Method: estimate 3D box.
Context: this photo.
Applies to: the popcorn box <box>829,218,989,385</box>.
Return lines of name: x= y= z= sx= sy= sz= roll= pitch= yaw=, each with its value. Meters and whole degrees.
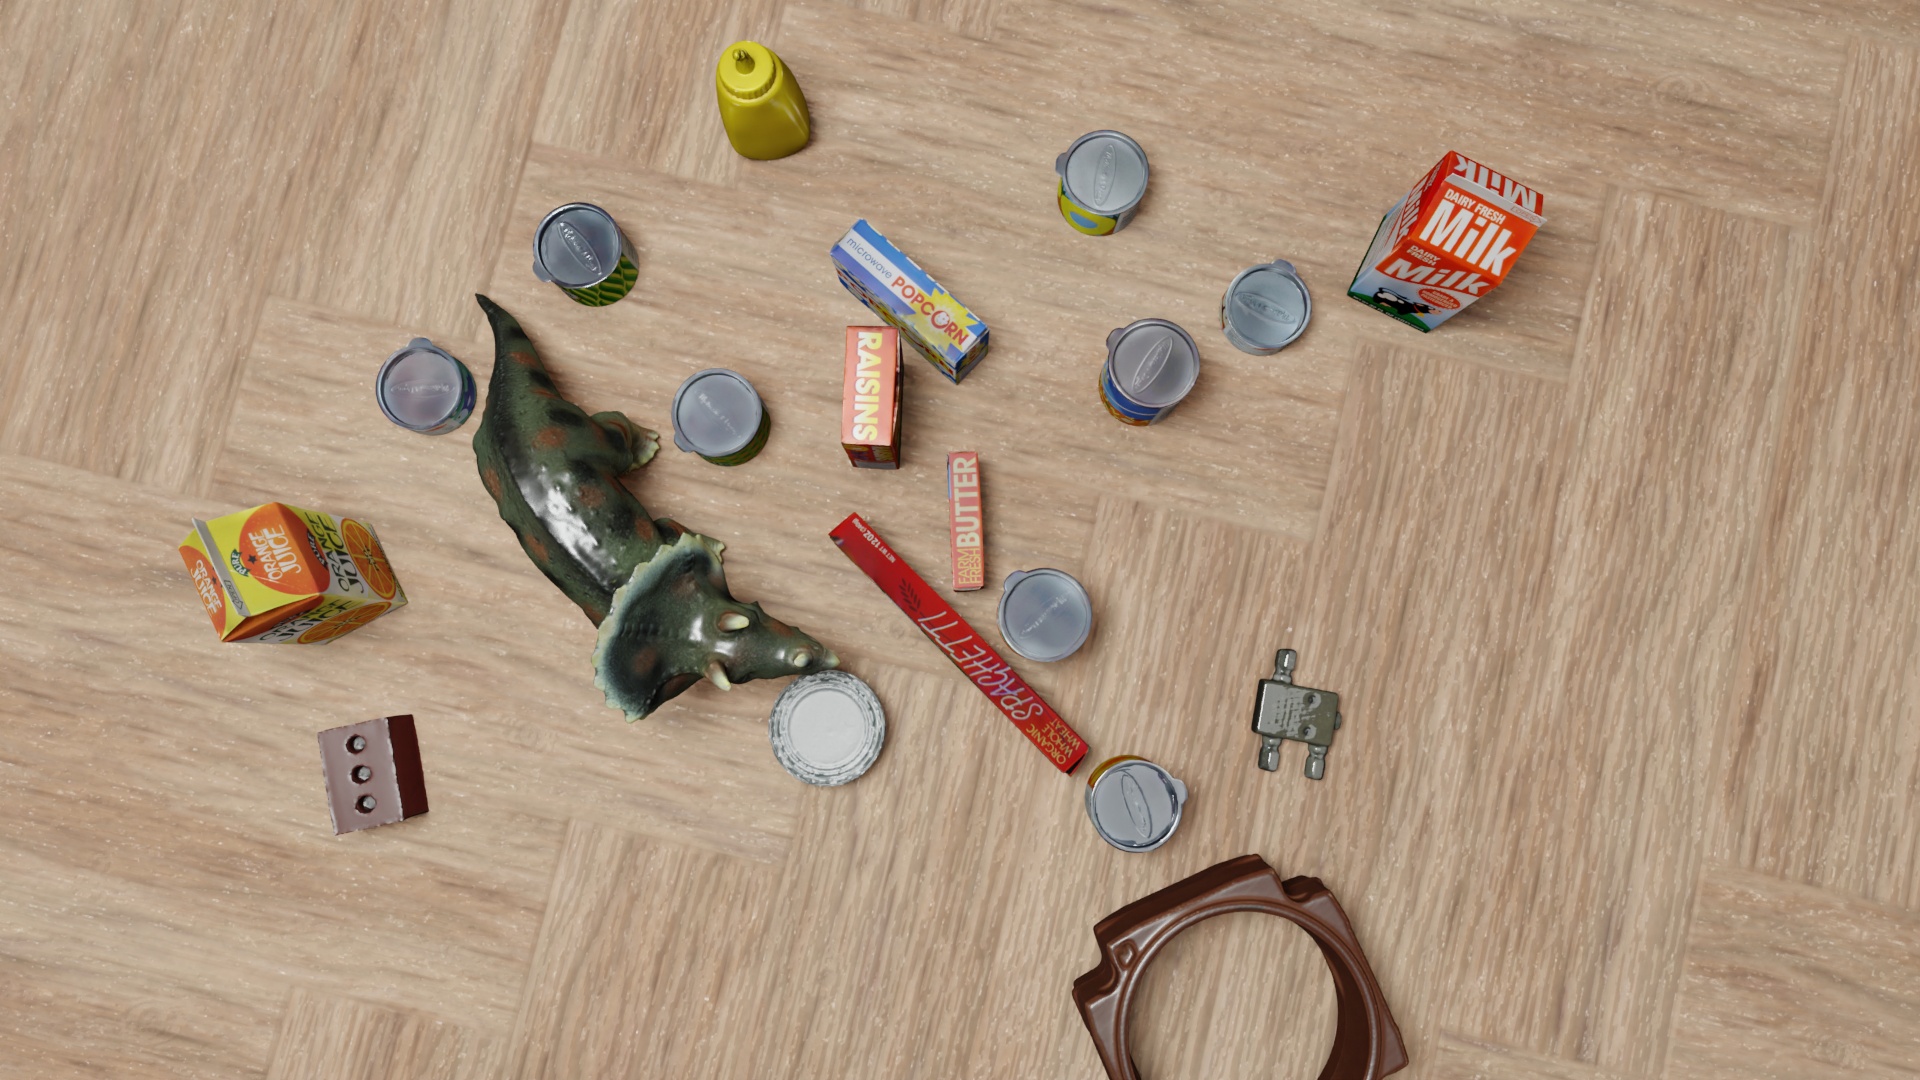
popcorn box: x=-0.037 y=-0.177 z=1.041 sx=0.127 sy=0.085 sz=0.038 roll=42 pitch=86 yaw=3

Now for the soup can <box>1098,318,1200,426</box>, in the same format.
soup can: x=0.137 y=-0.126 z=1.037 sx=0.071 sy=0.083 sz=0.071 roll=0 pitch=85 yaw=0

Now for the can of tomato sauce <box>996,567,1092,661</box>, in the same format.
can of tomato sauce: x=0.058 y=0.055 z=1.019 sx=0.071 sy=0.083 sz=0.071 roll=0 pitch=85 yaw=0

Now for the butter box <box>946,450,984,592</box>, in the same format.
butter box: x=0.004 y=-0.013 z=1.041 sx=0.024 sy=0.053 sz=0.103 roll=-3 pitch=84 yaw=0

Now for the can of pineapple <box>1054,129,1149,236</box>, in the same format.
can of pineapple: x=0.107 y=-0.274 z=1.065 sx=0.071 sy=0.058 sz=0.071 roll=0 pitch=85 yaw=0

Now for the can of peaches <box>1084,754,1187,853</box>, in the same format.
can of peaches: x=0.128 y=0.191 z=1.018 sx=0.071 sy=0.058 sz=0.071 roll=0 pitch=85 yaw=0

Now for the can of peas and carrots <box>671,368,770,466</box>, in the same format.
can of peas and carrots: x=-0.181 y=-0.090 z=1.044 sx=0.071 sy=0.058 sz=0.071 roll=0 pitch=85 yaw=0

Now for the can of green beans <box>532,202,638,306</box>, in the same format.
can of green beans: x=-0.284 y=-0.216 z=1.057 sx=0.071 sy=0.058 sz=0.071 roll=0 pitch=85 yaw=0

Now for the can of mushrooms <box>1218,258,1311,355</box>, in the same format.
can of mushrooms: x=0.235 y=-0.179 z=1.068 sx=0.071 sy=0.033 sz=0.071 roll=0 pitch=84 yaw=0

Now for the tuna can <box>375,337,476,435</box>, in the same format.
tuna can: x=-0.407 y=-0.117 z=1.059 sx=0.071 sy=0.033 sz=0.071 roll=0 pitch=84 yaw=0

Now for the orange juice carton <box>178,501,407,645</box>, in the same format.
orange juice carton: x=-0.467 y=0.025 z=0.964 sx=0.073 sy=0.192 sz=0.072 roll=-27 pitch=86 yaw=-2

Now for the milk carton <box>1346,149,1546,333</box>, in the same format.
milk carton: x=0.349 y=-0.215 z=0.994 sx=0.072 sy=0.190 sz=0.073 roll=26 pitch=85 yaw=2

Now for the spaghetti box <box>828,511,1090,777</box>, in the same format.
spaghetti box: x=-0.001 y=0.077 z=1.033 sx=0.250 sy=0.050 sz=0.029 roll=45 pitch=86 yaw=4

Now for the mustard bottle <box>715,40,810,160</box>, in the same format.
mustard bottle: x=-0.148 y=-0.327 z=1.017 sx=0.065 sy=0.160 sz=0.049 roll=-12 pitch=85 yaw=-1

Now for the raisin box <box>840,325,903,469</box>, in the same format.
raisin box: x=-0.063 y=-0.101 z=1.014 sx=0.040 sy=0.123 sz=0.086 roll=3 pitch=85 yaw=0
